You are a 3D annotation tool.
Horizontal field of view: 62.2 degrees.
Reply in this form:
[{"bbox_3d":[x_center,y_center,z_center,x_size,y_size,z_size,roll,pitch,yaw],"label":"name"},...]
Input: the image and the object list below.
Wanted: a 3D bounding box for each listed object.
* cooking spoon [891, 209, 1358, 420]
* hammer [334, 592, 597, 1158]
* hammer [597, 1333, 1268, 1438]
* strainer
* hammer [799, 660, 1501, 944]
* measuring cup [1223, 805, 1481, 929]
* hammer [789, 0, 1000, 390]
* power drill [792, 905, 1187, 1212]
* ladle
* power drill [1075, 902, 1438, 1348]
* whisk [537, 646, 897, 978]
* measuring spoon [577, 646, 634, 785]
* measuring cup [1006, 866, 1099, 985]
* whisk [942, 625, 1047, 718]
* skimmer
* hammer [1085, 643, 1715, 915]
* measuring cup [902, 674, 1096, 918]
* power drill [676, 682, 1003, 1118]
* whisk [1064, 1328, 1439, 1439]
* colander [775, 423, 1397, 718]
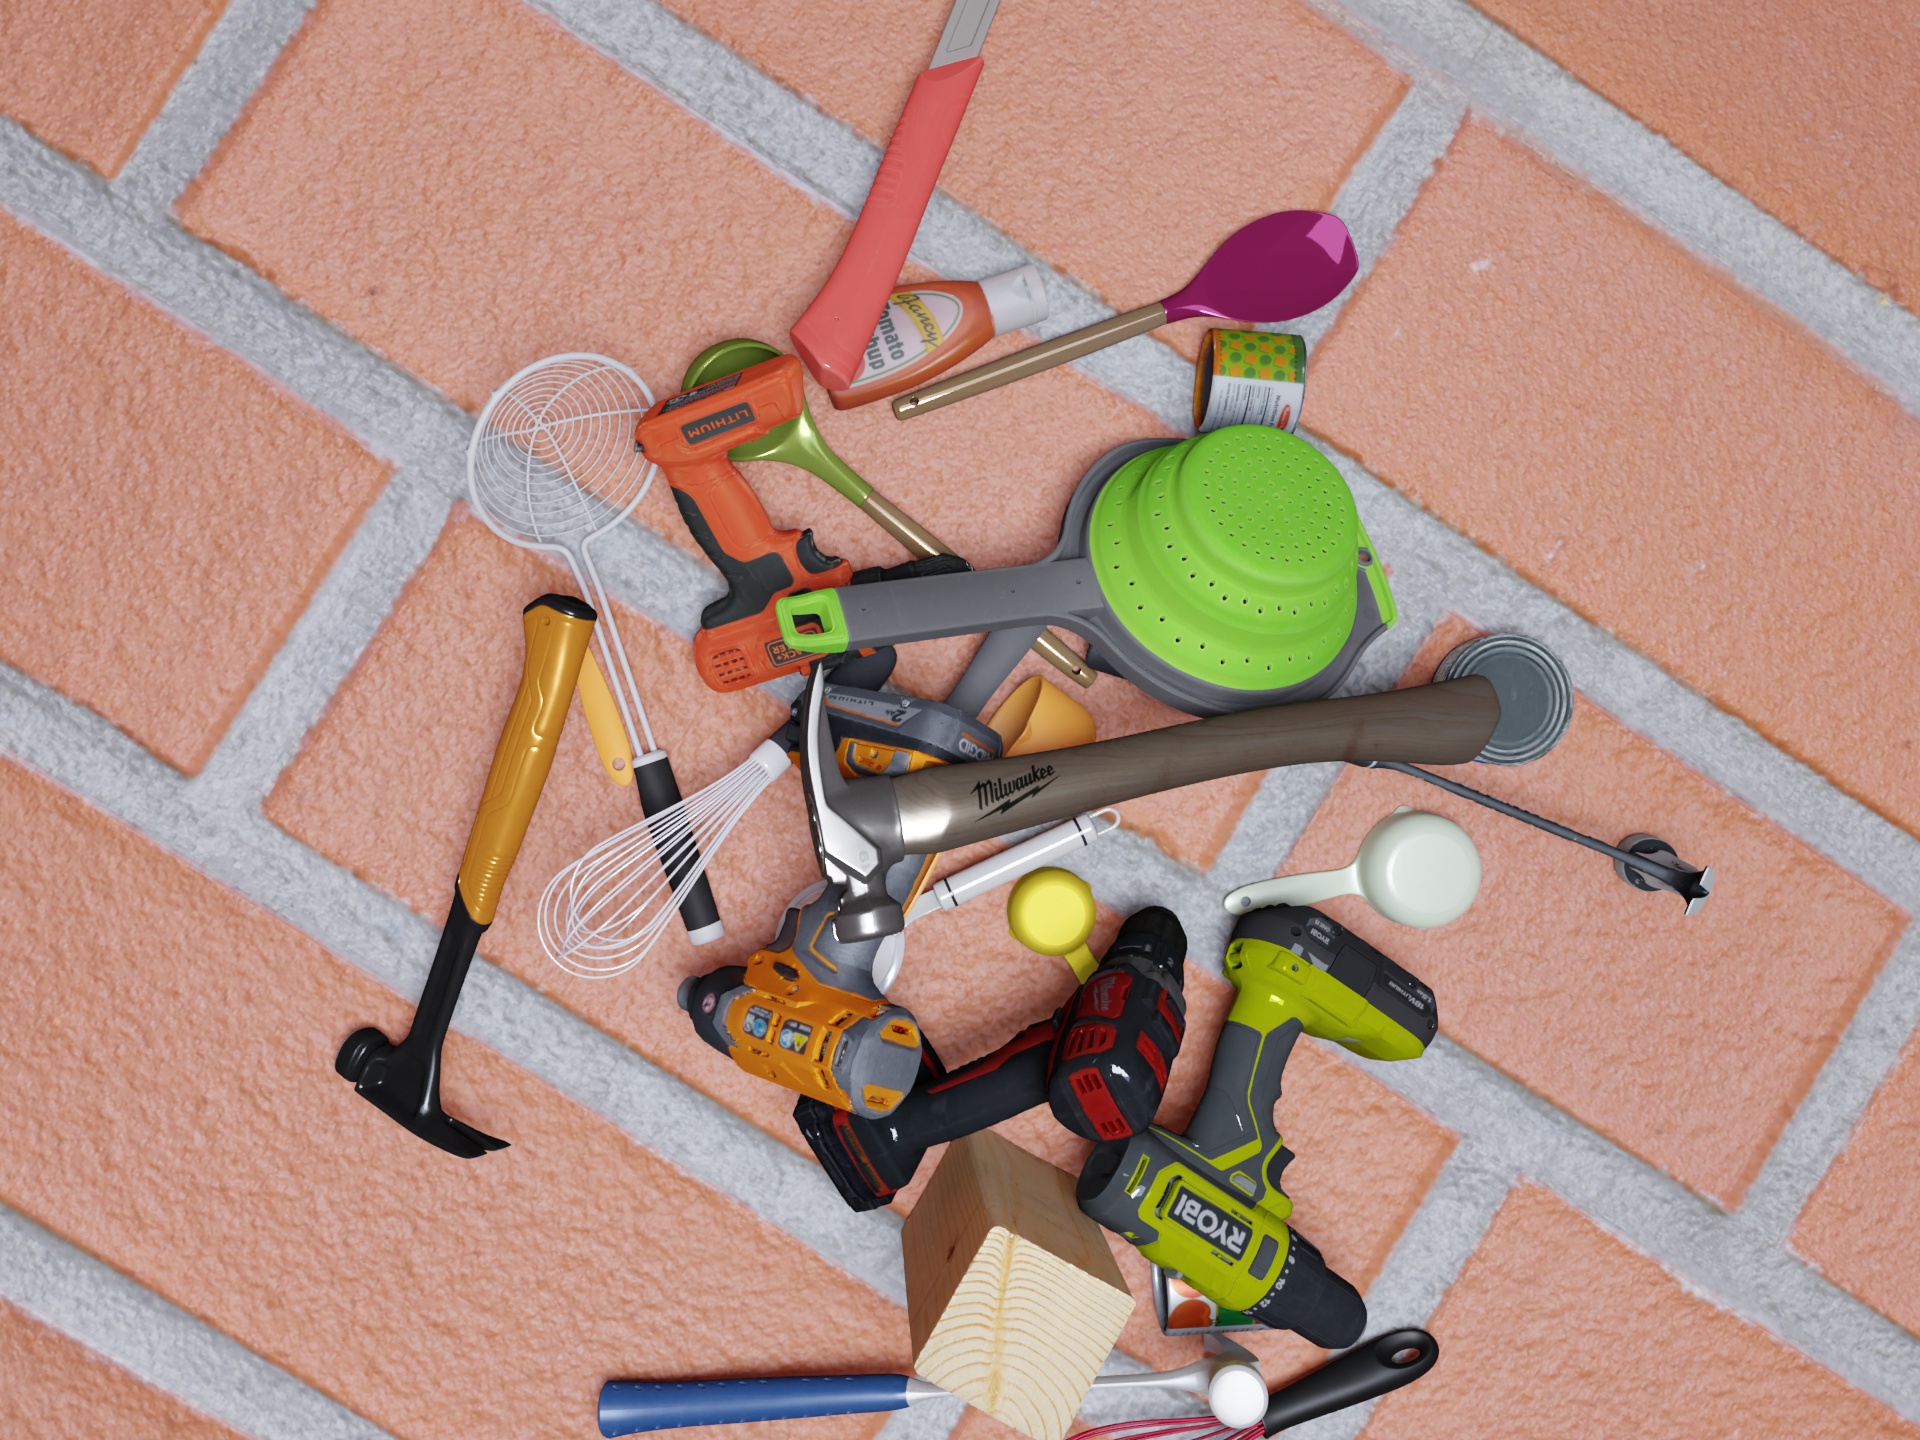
[{"bbox_3d":[0.106,-0.254,1.023,0.319,0.017,0.069,-21,91,-4],"label":"cooking spoon"},{"bbox_3d":[-0.275,0.088,0.940,0.127,0.034,0.337,25,100,25],"label":"hammer"},{"bbox_3d":[-0.019,0.413,0.980,0.405,0.144,0.035,-6,77,6],"label":"hammer"},{"bbox_3d":[-0.018,0.111,0.999,0.258,0.050,0.087,-25,72,-2],"label":"strainer"},{"bbox_3d":[0.115,0.012,0.884,0.410,0.038,0.146,-10,84,-17],"label":"hammer"},{"bbox_3d":[0.254,0.105,1.025,0.167,0.038,0.083,-10,91,-4],"label":"measuring cup"},{"bbox_3d":[-0.010,-0.366,0.982,0.149,0.036,0.359,21,80,-3],"label":"hammer"},{"bbox_3d":[0.031,0.192,0.947,0.226,0.188,0.080,-22,106,25],"label":"power drill"},{"bbox_3d":[-0.039,-0.121,0.997,0.320,0.062,0.078,39,102,-6],"label":"ladle"},{"bbox_3d":[0.198,0.247,0.967,0.190,0.080,0.228,34,69,-9],"label":"power drill"},{"bbox_3d":[-0.138,0.047,0.965,0.070,0.070,0.284,47,69,-3],"label":"whisk"},{"bbox_3d":[-0.231,-0.014,1.006,0.021,0.011,0.117,-19,92,-3],"label":"measuring spoon"},{"bbox_3d":[0.085,0.165,1.018,0.062,0.029,0.156,-32,90,-3],"label":"measuring cup"},{"bbox_3d":[-0.002,-0.003,0.992,0.055,0.055,0.239,35,95,-3],"label":"whisk"},{"bbox_3d":[-0.199,-0.037,0.969,0.127,0.090,0.363,-20,94,-33],"label":"skimmer"},{"bbox_3d":[0.270,0.028,0.992,0.409,0.149,0.036,22,96,3],"label":"hammer"},{"bbox_3d":[0.024,0.057,0.979,0.052,0.095,0.174,32,80,-12],"label":"measuring cup"},{"bbox_3d":[-0.077,0.097,0.918,0.164,0.084,0.226,9,77,36],"label":"power drill"},{"bbox_3d":[0.172,0.453,1.014,0.296,0.073,0.073,-19,92,-9],"label":"whisk"},{"bbox_3d":[0.092,-0.096,0.920,0.397,0.094,0.205,-9,67,-20],"label":"colander"}]
